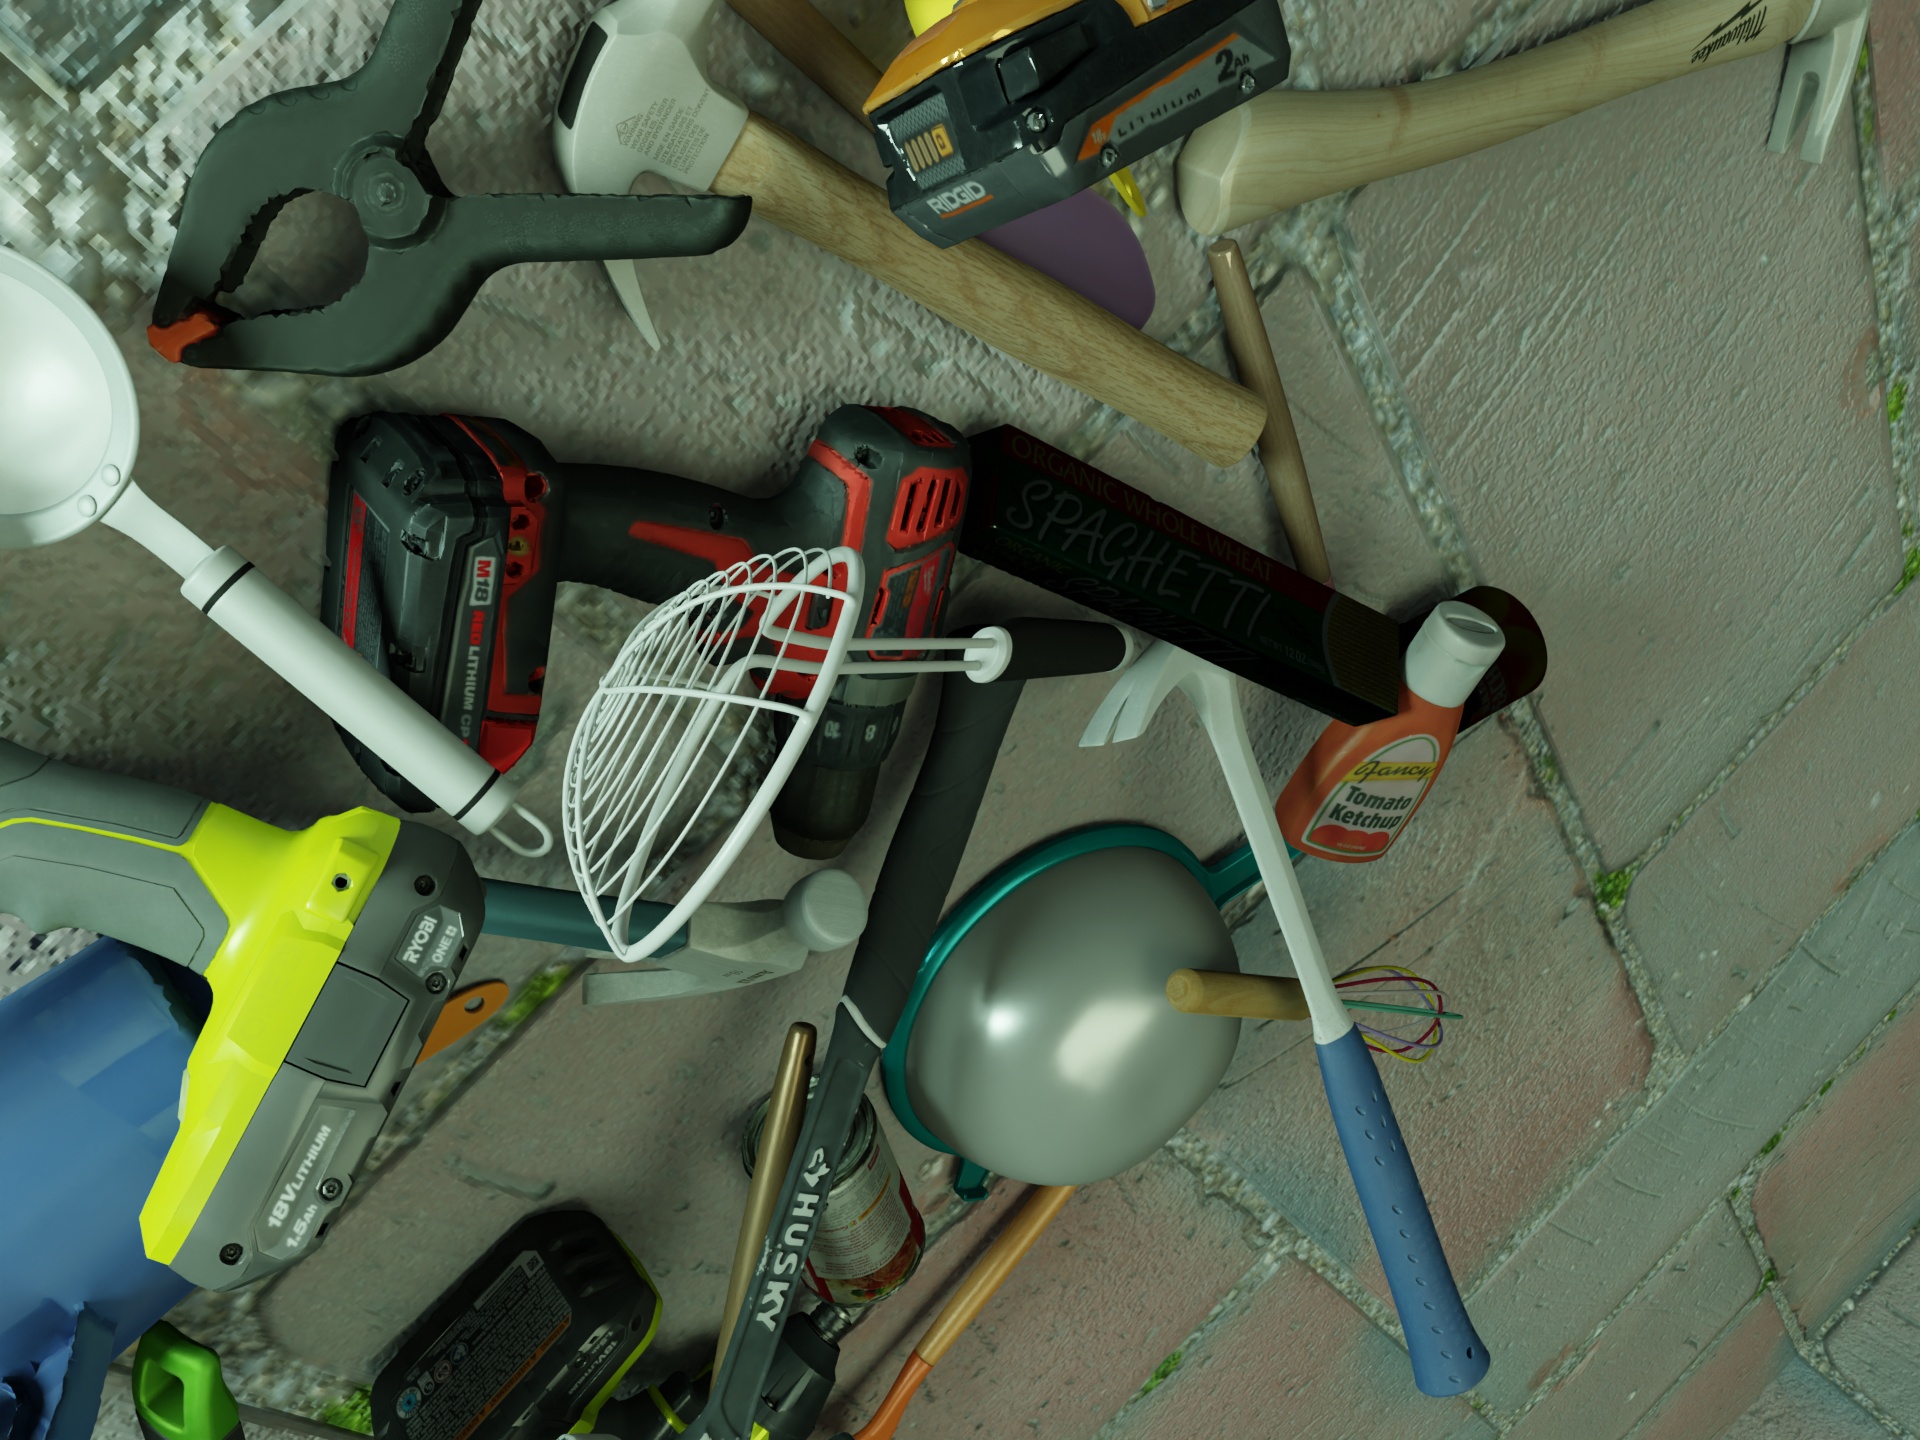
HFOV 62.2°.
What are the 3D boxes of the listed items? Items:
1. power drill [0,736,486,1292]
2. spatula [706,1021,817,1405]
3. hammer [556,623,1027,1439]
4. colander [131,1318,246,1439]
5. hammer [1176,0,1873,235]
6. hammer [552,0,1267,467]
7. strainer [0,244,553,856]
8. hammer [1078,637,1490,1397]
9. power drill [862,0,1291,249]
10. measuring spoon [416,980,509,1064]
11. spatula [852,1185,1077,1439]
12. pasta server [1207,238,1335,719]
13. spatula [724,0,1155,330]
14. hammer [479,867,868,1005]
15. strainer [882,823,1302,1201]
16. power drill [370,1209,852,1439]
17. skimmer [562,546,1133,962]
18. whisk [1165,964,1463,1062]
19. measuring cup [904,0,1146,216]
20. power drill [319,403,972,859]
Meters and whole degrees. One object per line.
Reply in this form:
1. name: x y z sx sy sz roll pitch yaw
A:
1. power drill: -0.266 0.063 0.424 0.228 0.080 0.191 29 72 -20
2. spatula: -0.111 0.285 0.717 0.082 0.044 0.317 5 99 -54
3. hammer: -0.044 0.151 0.685 0.149 0.036 0.409 21 88 -35
4. colander: -0.261 0.354 0.656 0.094 0.204 0.396 -45 148 -50
5. hammer: 0.268 -0.278 0.713 0.410 0.038 0.146 -24 131 -22
6. hammer: 0.003 -0.157 0.581 0.331 0.031 0.130 17 118 -43
7. strainer: -0.216 -0.045 0.448 0.087 0.050 0.258 -42 107 16
8. hammer: 0.171 0.141 0.759 0.144 0.035 0.405 -28 102 -40
9. power drill: -0.020 -0.250 0.432 0.185 0.084 0.226 -36 110 -27
10. measuring spoon: -0.233 0.134 0.630 0.117 0.011 0.021 -30 132 -22
11. spatula: -0.011 0.344 0.925 0.322 0.041 0.080 -51 135 -4
12. pasta server: 0.171 -0.092 0.761 0.040 0.060 0.315 -26 129 1
13. spatula: -0.025 -0.212 0.548 0.315 0.018 0.060 28 104 -45
14. hammer: -0.203 0.057 0.548 0.330 0.033 0.128 14 152 -33
15. strainer: 0.124 0.132 0.833 0.340 0.095 0.210 -32 132 -14
16. power drill: -0.155 0.328 0.770 0.171 0.080 0.223 -47 138 -8
17. skimmer: -0.001 -0.002 0.549 0.127 0.090 0.363 -53 159 21
18. whisk: 0.188 0.149 0.823 0.244 0.051 0.047 14 94 -44
19. measuring cup: 0.027 -0.221 0.572 0.029 0.062 0.156 -19 156 23
20. power drill: -0.105 -0.023 0.577 0.226 0.080 0.187 -6 122 -38
